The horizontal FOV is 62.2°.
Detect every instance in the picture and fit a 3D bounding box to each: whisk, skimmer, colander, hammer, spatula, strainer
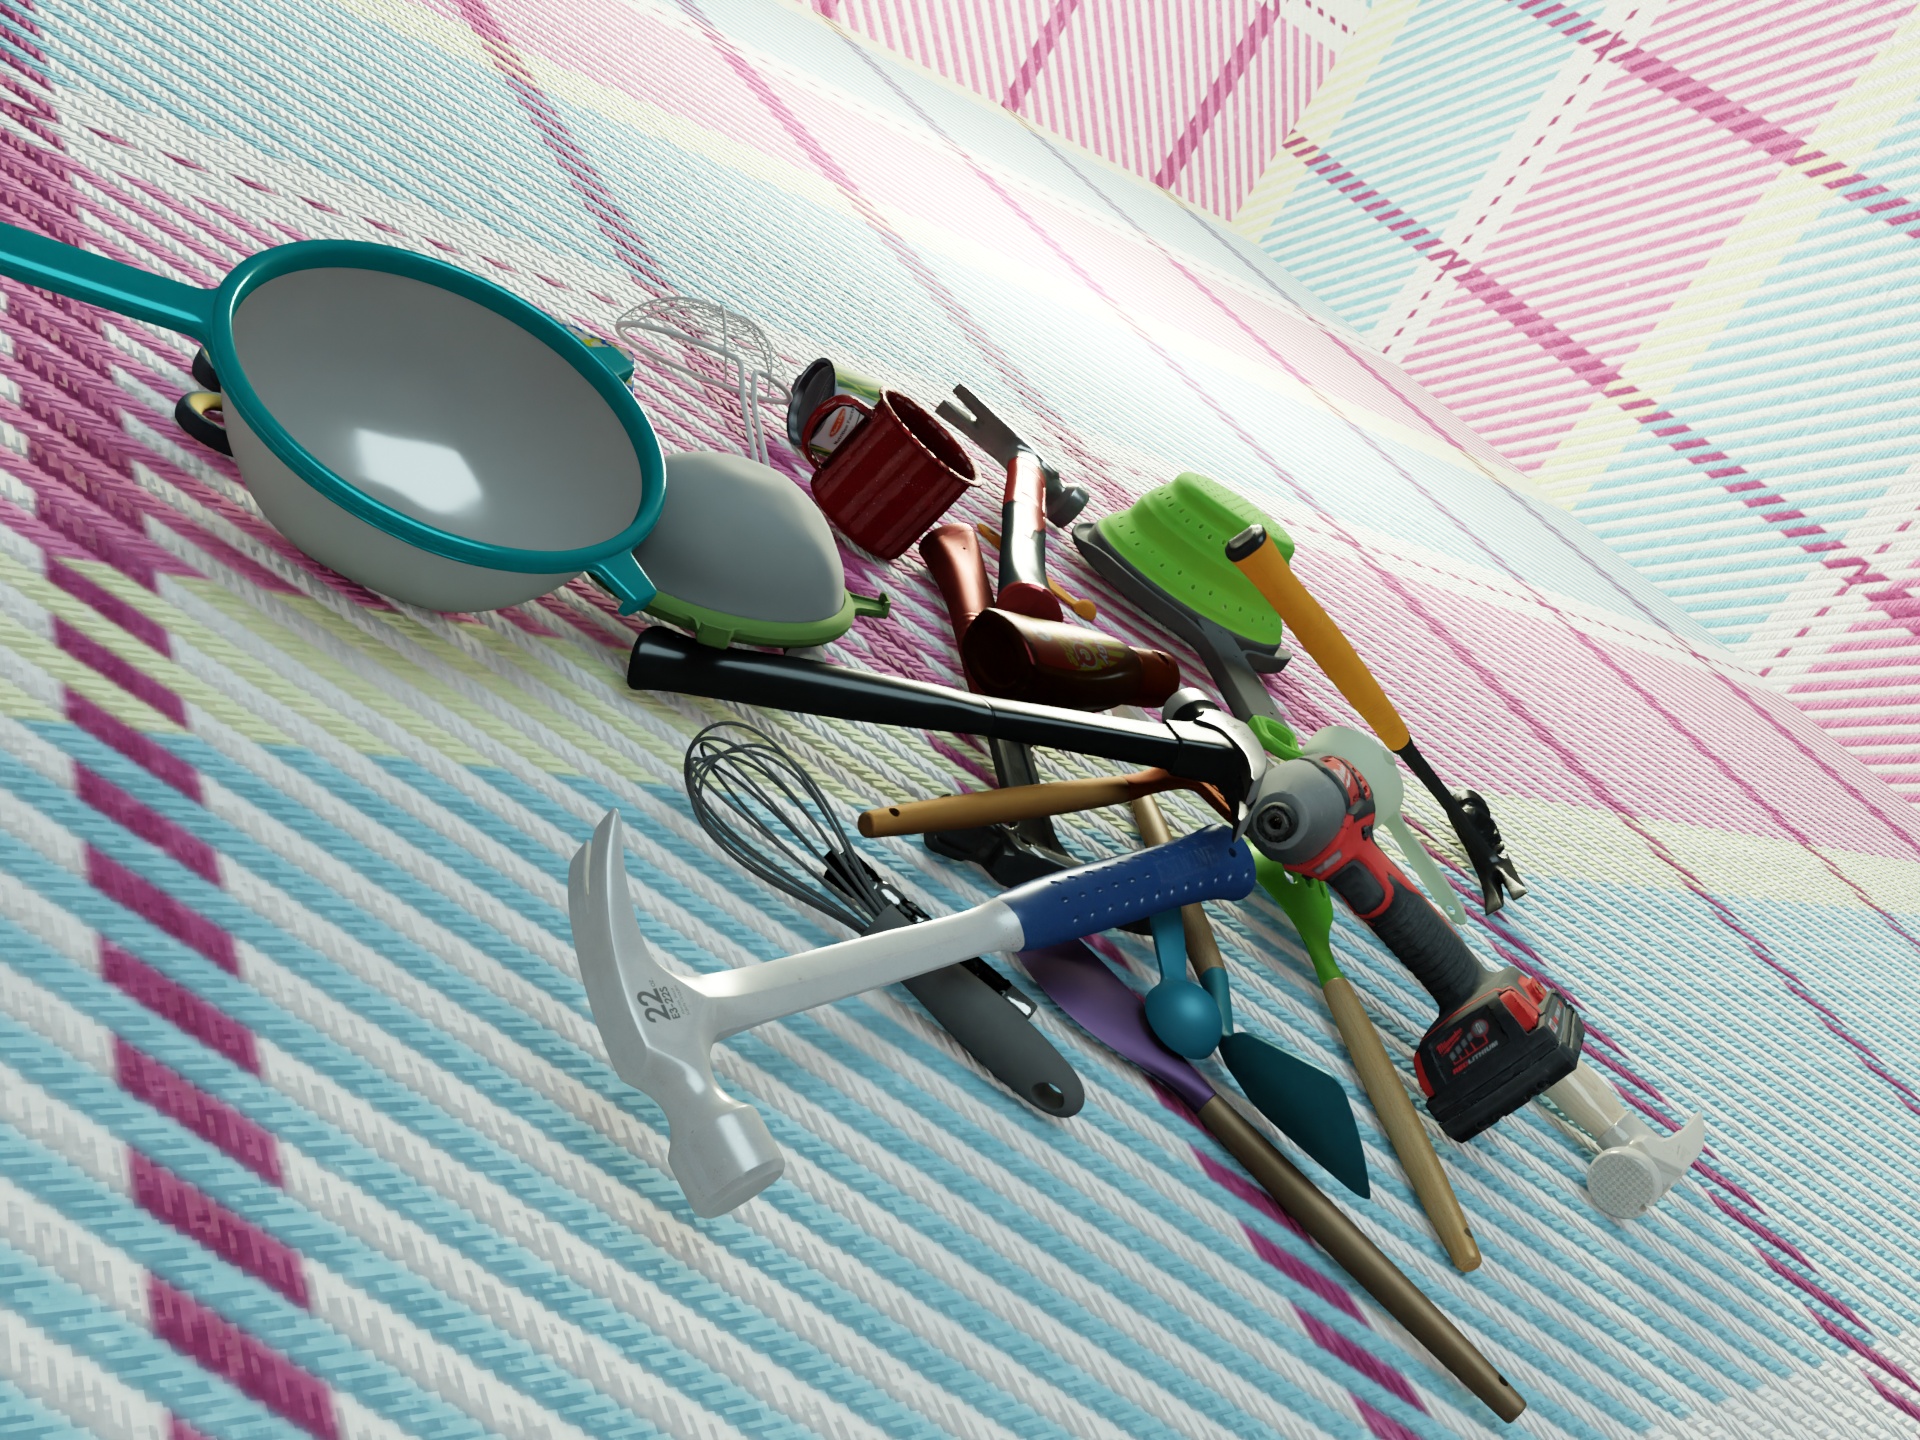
[{"bbox_3d":[-0.035,0.089,0.705,0.239,0.055,0.055,42,27,6],"label":"whisk"},{"bbox_3d":[-0.144,-0.148,1.002,0.127,0.090,0.364,22,38,-38],"label":"skimmer"},{"bbox_3d":[0.207,-0.095,1.198,0.204,0.094,0.397,26,21,-19],"label":"colander"},{"bbox_3d":[0.029,-0.016,0.968,0.149,0.036,0.359,22,29,-23],"label":"hammer"},{"bbox_3d":[0.133,0.198,0.742,0.316,0.018,0.059,43,27,21],"label":"spatula"},{"bbox_3d":[0.010,0.085,0.687,0.405,0.035,0.144,-7,58,-51],"label":"hammer"},{"bbox_3d":[-0.001,-0.003,0.815,0.334,0.035,0.146,10,19,-14],"label":"hammer"},{"bbox_3d":[-0.305,-0.136,0.714,0.340,0.095,0.211,16,41,-31],"label":"strainer"},{"bbox_3d":[0.034,-0.149,1.127,0.143,0.038,0.386,40,19,-12],"label":"hammer"},{"bbox_3d":[0.295,0.133,1.021,0.411,0.038,0.146,47,27,26],"label":"hammer"},{"bbox_3d":[-0.160,-0.125,0.849,0.256,0.069,0.151,32,25,24],"label":"strainer"},{"bbox_3d":[0.140,0.119,0.853,0.318,0.044,0.082,-105,175,-58],"label":"spatula"},{"bbox_3d":[0.296,-0.005,1.133,0.336,0.034,0.127,47,22,-21],"label":"hammer"},{"bbox_3d":[0.065,0.046,0.845,0.322,0.041,0.081,-4,47,-45],"label":"spatula"}]

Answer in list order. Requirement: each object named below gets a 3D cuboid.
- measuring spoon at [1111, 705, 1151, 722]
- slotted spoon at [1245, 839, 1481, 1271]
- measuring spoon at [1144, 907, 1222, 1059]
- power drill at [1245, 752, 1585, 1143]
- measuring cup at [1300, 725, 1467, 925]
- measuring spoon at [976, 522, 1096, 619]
[{"bbox_3d":[0.084,-0.019,1.026,0.124,0.018,0.034,30,23,-46],"label":"measuring spoon"},{"bbox_3d":[0.220,0.168,0.887,0.070,0.031,0.314,24,29,-27],"label":"slotted spoon"},{"bbox_3d":[0.111,0.113,0.802,0.042,0.021,0.129,25,36,-20],"label":"measuring spoon"},{"bbox_3d":[0.241,0.113,0.882,0.220,0.078,0.143,53,20,14],"label":"power drill"},{"bbox_3d":[0.288,0.081,1.090,0.038,0.083,0.167,-36,90,-28],"label":"measuring cup"},{"bbox_3d":[0.058,-0.115,1.196,0.117,0.011,0.021,41,27,13],"label":"measuring spoon"}]
